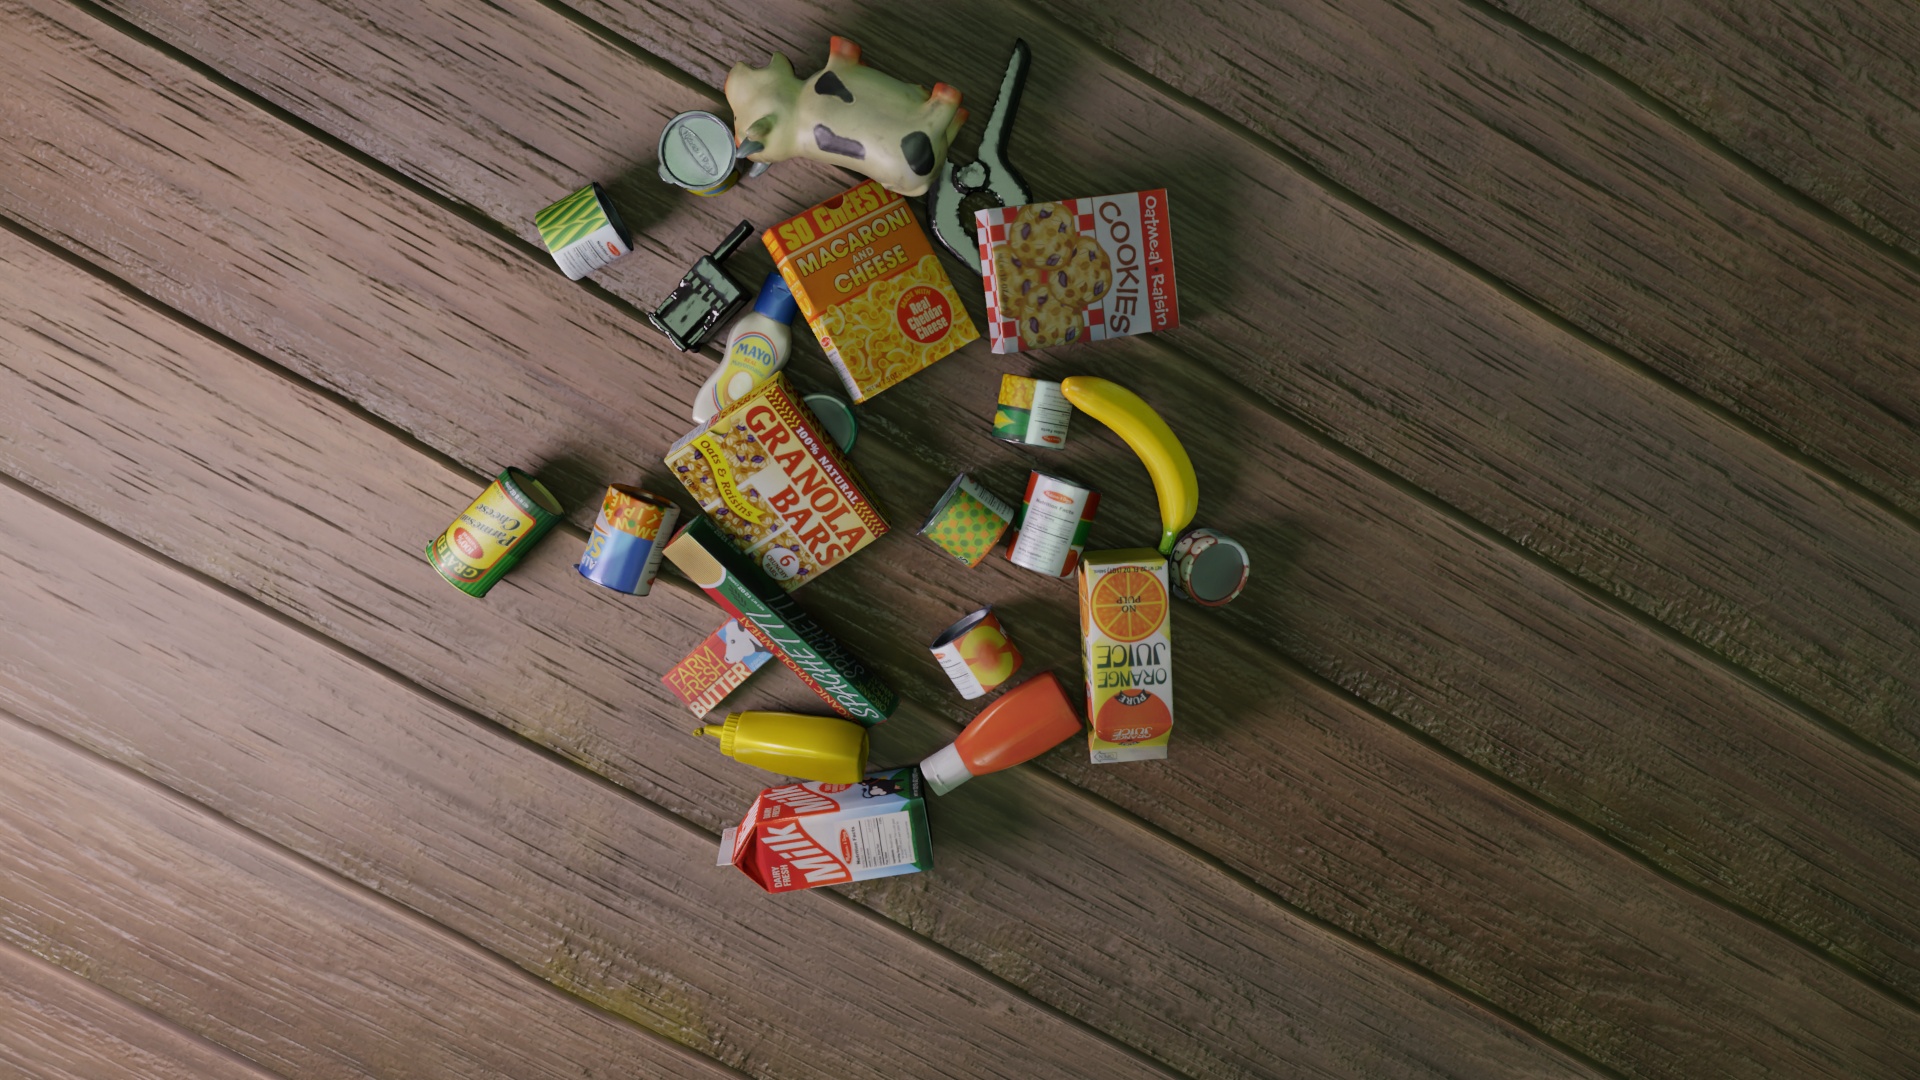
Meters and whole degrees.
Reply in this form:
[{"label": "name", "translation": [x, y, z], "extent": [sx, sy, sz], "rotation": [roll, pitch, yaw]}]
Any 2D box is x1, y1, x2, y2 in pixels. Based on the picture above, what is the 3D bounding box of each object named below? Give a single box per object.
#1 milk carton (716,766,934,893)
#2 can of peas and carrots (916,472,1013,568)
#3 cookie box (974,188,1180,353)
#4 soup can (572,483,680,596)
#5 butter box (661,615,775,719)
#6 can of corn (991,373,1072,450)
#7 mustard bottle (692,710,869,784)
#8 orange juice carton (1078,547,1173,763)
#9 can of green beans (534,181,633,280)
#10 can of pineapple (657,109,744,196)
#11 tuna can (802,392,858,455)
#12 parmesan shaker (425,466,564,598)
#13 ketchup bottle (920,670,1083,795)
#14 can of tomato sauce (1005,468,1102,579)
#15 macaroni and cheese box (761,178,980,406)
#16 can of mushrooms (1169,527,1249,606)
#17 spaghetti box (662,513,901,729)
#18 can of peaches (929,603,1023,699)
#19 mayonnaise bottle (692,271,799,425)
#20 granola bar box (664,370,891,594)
[{"label": "milk carton", "translation": [-0.124, 0.265, 1.261], "extent": [0.191, 0.072, 0.073], "rotation": [-8, 105, -2]}, {"label": "can of peas and carrots", "translation": [0.004, -0.016, 1.239], "extent": [0.059, 0.071, 0.071], "rotation": [36, 95, -6]}, {"label": "cookie box", "translation": [0.103, -0.235, 1.208], "extent": [0.168, 0.040, 0.122], "rotation": [-11, 101, -16]}, {"label": "soup can", "translation": [-0.295, -0.002, 1.229], "extent": [0.071, 0.071, 0.083], "rotation": [21, 95, -5]}, {"label": "butter box", "translation": [-0.217, 0.110, 1.266], "extent": [0.103, 0.024, 0.053], "rotation": [-41, 97, 3]}, {"label": "can of corn", "translation": [0.063, -0.114, 1.231], "extent": [0.071, 0.071, 0.058], "rotation": [11, 96, -3]}, {"label": "mustard bottle", "translation": [-0.164, 0.182, 1.258], "extent": [0.160, 0.065, 0.049], "rotation": [9, 55, 4]}, {"label": "orange juice carton", "translation": [0.149, 0.107, 1.255], "extent": [0.072, 0.073, 0.192], "rotation": [-3, 98, -2]}, {"label": "can of green beans", "translation": [-0.324, -0.266, 1.196], "extent": [0.058, 0.071, 0.071], "rotation": [-27, 97, 2]}, {"label": "can of pineapple", "translation": [-0.224, -0.331, 1.196], "extent": [0.071, 0.058, 0.071], "rotation": [0, 97, -2]}, {"label": "tuna can", "translation": [-0.125, -0.097, 1.240], "extent": [0.071, 0.033, 0.071], "rotation": [0, 97, -2]}, {"label": "parmesan shaker", "translation": [-0.411, -0.010, 1.224], "extent": [0.103, 0.071, 0.071], "rotation": [-44, 97, 3]}, {"label": "ketchup bottle", "translation": [0.035, 0.182, 1.275], "extent": [0.149, 0.043, 0.064], "rotation": [-31, 96, 2]}, {"label": "can of tomato sauce", "translation": [0.083, -0.015, 1.243], "extent": [0.071, 0.071, 0.083], "rotation": [17, 97, -4]}, {"label": "macaroni and cheese box", "translation": [-0.076, -0.220, 1.205], "extent": [0.124, 0.040, 0.166], "rotation": [-32, 98, -19]}, {"label": "can of mushrooms", "translation": [0.225, 0.026, 1.258], "extent": [0.071, 0.033, 0.070], "rotation": [-7, 110, -20]}, {"label": "spaghetti box", "translation": [-0.157, 0.077, 1.235], "extent": [0.250, 0.029, 0.050], "rotation": [45, 138, -14]}, {"label": "can of peaches", "translation": [0.017, 0.101, 1.254], "extent": [0.071, 0.071, 0.058], "rotation": [-33, 97, 2]}, {"label": "mayonnaise bottle", "translation": [-0.182, -0.163, 1.226], "extent": [0.065, 0.041, 0.148], "rotation": [24, 96, -6]}, {"label": "granola bar box", "translation": [-0.157, -0.046, 1.213], "extent": [0.124, 0.039, 0.165], "rotation": [-32, 111, 13]}]
